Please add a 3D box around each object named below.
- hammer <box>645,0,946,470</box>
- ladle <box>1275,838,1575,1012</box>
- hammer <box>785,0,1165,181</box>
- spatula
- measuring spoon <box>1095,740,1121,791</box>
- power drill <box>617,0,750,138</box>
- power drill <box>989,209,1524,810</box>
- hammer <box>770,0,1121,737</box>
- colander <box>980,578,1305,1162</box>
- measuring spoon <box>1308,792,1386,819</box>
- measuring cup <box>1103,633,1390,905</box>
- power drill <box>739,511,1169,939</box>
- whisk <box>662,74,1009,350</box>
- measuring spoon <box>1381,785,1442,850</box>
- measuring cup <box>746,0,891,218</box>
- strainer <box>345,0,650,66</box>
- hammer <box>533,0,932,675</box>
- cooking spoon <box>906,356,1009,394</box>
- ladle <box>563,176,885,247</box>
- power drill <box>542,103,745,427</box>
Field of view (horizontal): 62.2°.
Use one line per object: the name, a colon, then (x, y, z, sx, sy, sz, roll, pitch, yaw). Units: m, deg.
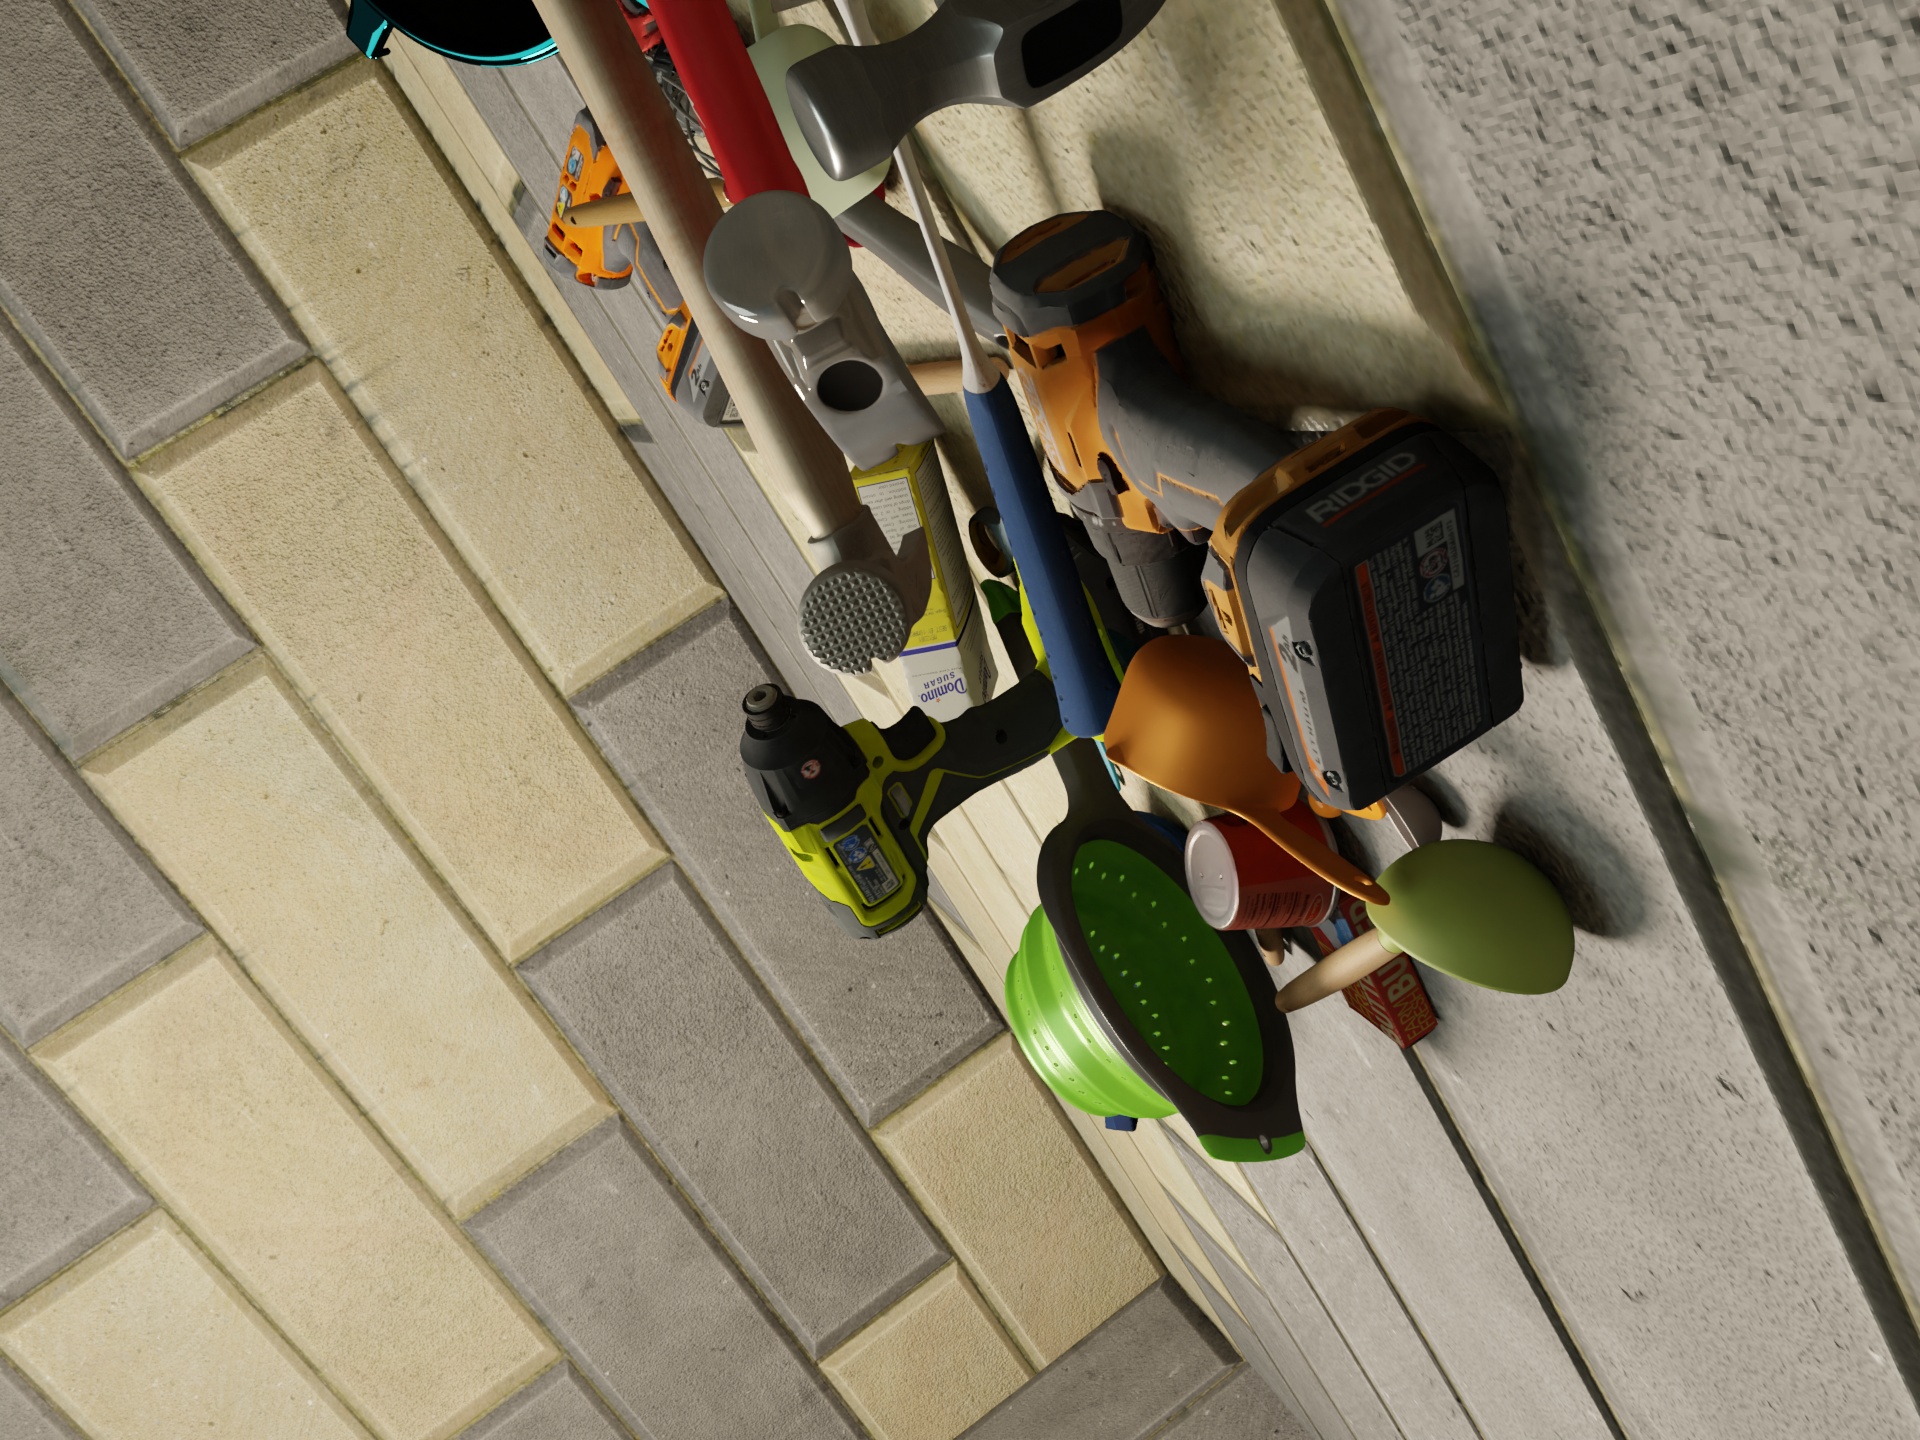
hammer: (-0.100, -0.265, 0.529, 0.143, 0.038, 0.386, 41, -155, -73)
ladle: (0.186, 0.115, 0.723, 0.078, 0.062, 0.320, 15, 161, 1)
hammer: (-0.043, -0.280, 0.480, 0.331, 0.128, 0.033, 60, 174, 35)
spatula: (0.145, 0.062, 0.876, 0.317, 0.044, 0.082, 65, 180, -50)
measuring spoon: (0.079, 0.005, 1.071, 0.042, 0.021, 0.128, 42, 162, 55)
power drill: (-0.180, -0.402, 0.811, 0.188, 0.080, 0.226, 43, 167, 54)
power drill: (0.098, -0.065, 0.574, 0.226, 0.084, 0.185, 52, 171, 46)
hammer: (0.005, -0.147, 0.653, 0.144, 0.035, 0.405, -97, -13, -50)
colander: (0.066, 0.092, 0.952, 0.204, 0.094, 0.397, 15, -136, -49)
measuring spoon: (0.170, 0.037, 0.708, 0.021, 0.011, 0.117, 58, 180, 3)
measuring cup: (0.127, 0.014, 0.647, 0.174, 0.095, 0.052, 44, 124, 57)
power drill: (-0.001, -0.003, 0.828, 0.080, 0.223, 0.171, 45, 166, 45)
whisk: (-0.049, -0.238, 0.731, 0.239, 0.055, 0.055, 39, 166, 15)
measuring spoon: (0.167, 0.001, 0.659, 0.124, 0.018, 0.034, 61, -176, 3)
measuring cup: (-0.068, -0.294, 0.687, 0.083, 0.038, 0.168, 29, -136, -55)
strainer: (-0.194, -0.452, 0.649, 0.211, 0.095, 0.340, 7, 117, 29)
hammer: (-0.114, -0.214, 0.547, 0.410, 0.038, 0.146, 63, -170, -15)
cooking spoon: (-0.040, -0.198, 0.931, 0.319, 0.017, 0.068, -157, 66, -66)
ladle: (-0.139, -0.288, 0.875, 0.316, 0.031, 0.069, 14, 133, 47)
power drill: (-0.173, -0.306, 0.986, 0.227, 0.084, 0.164, 49, 131, 27)
